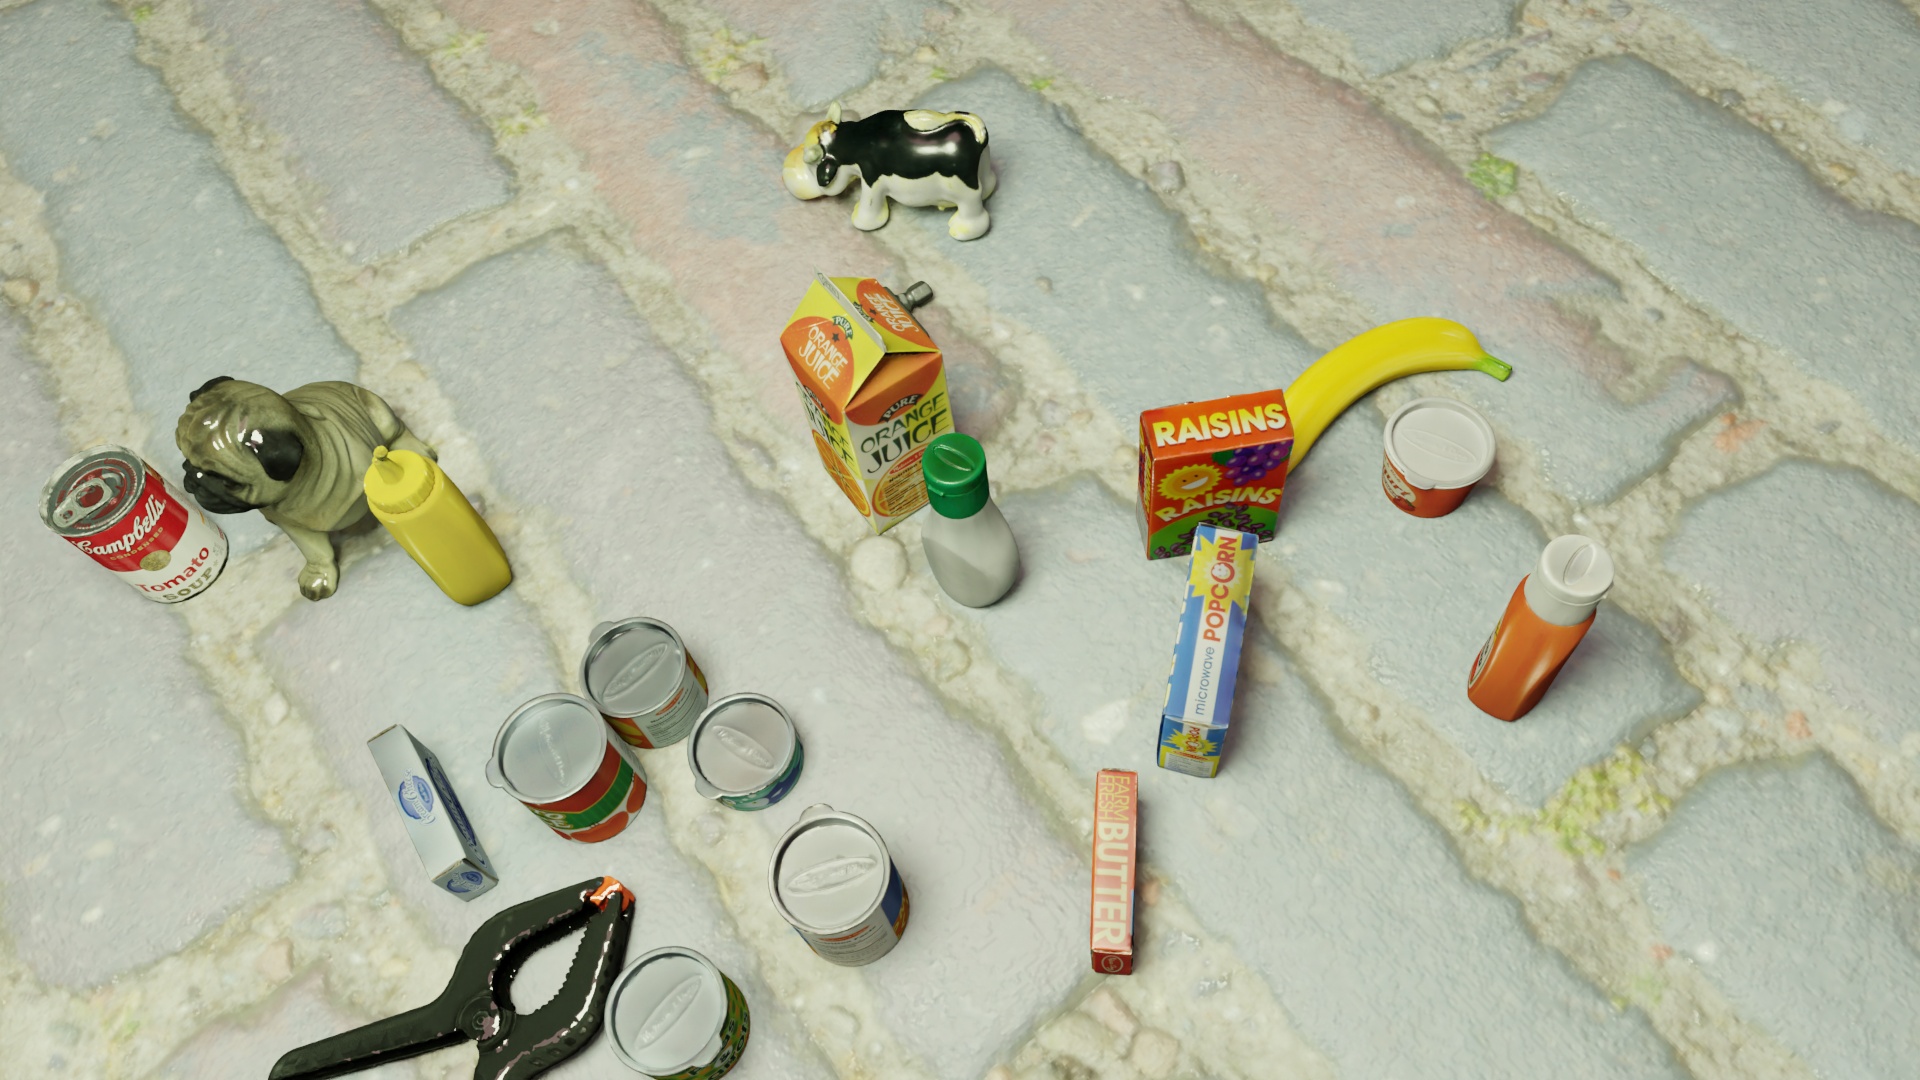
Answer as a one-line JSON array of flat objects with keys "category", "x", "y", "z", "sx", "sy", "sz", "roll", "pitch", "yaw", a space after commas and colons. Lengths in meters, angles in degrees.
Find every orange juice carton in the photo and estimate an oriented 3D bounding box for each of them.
[{"category": "orange juice carton", "x": -0.055, "y": -0.090, "z": 0.867, "sx": 0.073, "sy": 0.191, "sz": 0.072, "roll": -34, "pitch": 63, "yaw": -12}]

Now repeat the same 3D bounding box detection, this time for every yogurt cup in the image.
[{"category": "yogurt cup", "x": 0.301, "y": -0.050, "z": 0.887, "sx": 0.072, "sy": 0.053, "sz": 0.073, "roll": -2, "pitch": 61, "yaw": 5}]

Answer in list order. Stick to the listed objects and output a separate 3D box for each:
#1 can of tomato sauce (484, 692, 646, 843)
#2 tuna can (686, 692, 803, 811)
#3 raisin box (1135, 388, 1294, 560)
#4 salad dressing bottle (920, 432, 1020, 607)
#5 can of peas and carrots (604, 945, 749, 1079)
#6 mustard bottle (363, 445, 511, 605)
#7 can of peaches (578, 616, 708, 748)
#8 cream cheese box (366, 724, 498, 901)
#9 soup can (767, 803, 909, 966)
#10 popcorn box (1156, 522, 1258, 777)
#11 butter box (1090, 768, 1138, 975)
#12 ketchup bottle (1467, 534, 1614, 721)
[{"category": "can of tomato sauce", "x": -0.230, "y": 0.137, "z": 0.820, "sx": 0.071, "sy": 0.082, "sz": 0.071, "roll": -3, "pitch": 61, "yaw": 5}, {"category": "tuna can", "x": -0.131, "y": 0.131, "z": 0.843, "sx": 0.071, "sy": 0.032, "sz": 0.071, "roll": -2, "pitch": 61, "yaw": 5}, {"category": "raisin box", "x": 0.154, "y": -0.039, "z": 0.856, "sx": 0.086, "sy": 0.123, "sz": 0.040, "roll": -9, "pitch": 61, "yaw": 1}, {"category": "salad dressing bottle", "x": 0.003, "y": -0.011, "z": 0.842, "sx": 0.064, "sy": 0.147, "sz": 0.044, "roll": 30, "pitch": 69, "yaw": 20}, {"category": "can of peas and carrots", "x": -0.151, "y": 0.262, "z": 0.756, "sx": 0.071, "sy": 0.058, "sz": 0.071, "roll": -2, "pitch": 61, "yaw": 5}, {"category": "mustard bottle", "x": -0.335, "y": -0.016, "z": 0.872, "sx": 0.049, "sy": 0.159, "sz": 0.065, "roll": -34, "pitch": 63, "yaw": -12}, {"category": "can of peaches", "x": -0.196, "y": 0.087, "z": 0.859, "sx": 0.071, "sy": 0.057, "sz": 0.071, "roll": -2, "pitch": 61, "yaw": 5}, {"category": "cream cheese box", "x": -0.316, "y": 0.163, "z": 0.832, "sx": 0.024, "sy": 0.053, "sz": 0.104, "roll": -32, "pitch": 63, "yaw": -11}, {"category": "soup can", "x": -0.066, "y": 0.193, "z": 0.772, "sx": 0.071, "sy": 0.083, "sz": 0.071, "roll": -3, "pitch": 61, "yaw": 5}, {"category": "popcorn box", "x": 0.145, "y": 0.066, "z": 0.820, "sx": 0.038, "sy": 0.085, "sz": 0.127, "roll": 10, "pitch": 63, "yaw": 11}, {"category": "butter box", "x": 0.086, "y": 0.185, "z": 0.778, "sx": 0.024, "sy": 0.053, "sz": 0.104, "roll": 2, "pitch": 61, "yaw": 7}, {"category": "ketchup bottle", "x": 0.325, "y": 0.047, "z": 0.776, "sx": 0.043, "sy": 0.148, "sz": 0.065, "roll": 30, "pitch": 69, "yaw": 20}]
